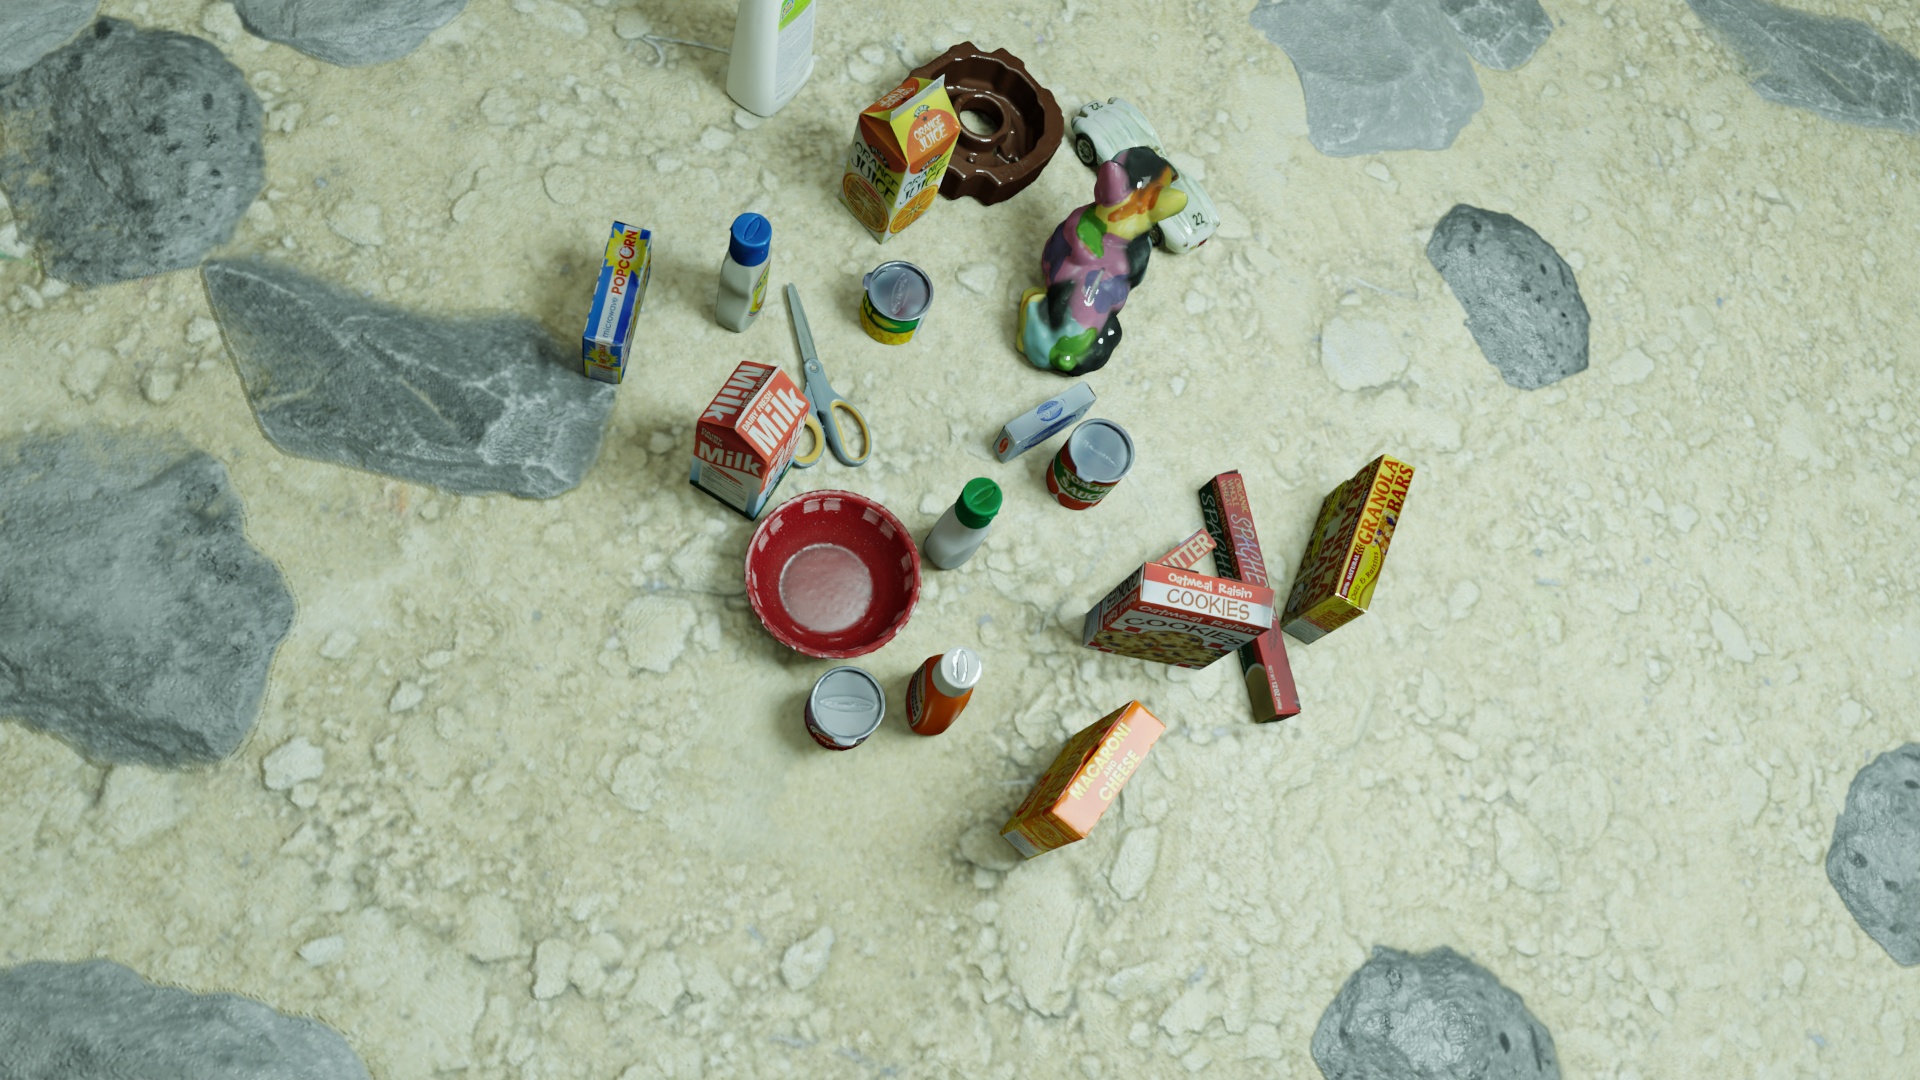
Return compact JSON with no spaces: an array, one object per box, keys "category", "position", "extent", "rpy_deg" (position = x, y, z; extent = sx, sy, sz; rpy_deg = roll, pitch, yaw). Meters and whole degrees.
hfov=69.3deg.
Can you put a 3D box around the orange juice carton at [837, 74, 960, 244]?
[{"category":"orange juice carton","position":[-0.059,-0.380,1.362],"extent":[0.072,0.192,0.073],"rpy_deg":[-41,84,-22]}]

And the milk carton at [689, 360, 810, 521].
[{"category":"milk carton","position":[-0.187,-0.093,1.231],"extent":[0.073,0.190,0.072],"rpy_deg":[32,67,-1]}]

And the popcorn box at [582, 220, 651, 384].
[{"category":"popcorn box","position":[-0.322,-0.222,1.302],"extent":[0.038,0.085,0.127],"rpy_deg":[12,69,-9]}]

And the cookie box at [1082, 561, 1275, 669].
[{"category":"cookie box","position":[0.197,0.072,1.278],"extent":[0.123,0.166,0.040],"rpy_deg":[12,69,-9]}]

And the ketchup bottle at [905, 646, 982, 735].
[{"category":"ketchup bottle","position":[-0.014,0.128,1.218],"extent":[0.043,0.148,0.065],"rpy_deg":[5,70,-12]}]

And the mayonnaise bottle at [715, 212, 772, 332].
[{"category":"mayonnaise bottle","position":[-0.202,-0.255,1.308],"extent":[0.041,0.147,0.065],"rpy_deg":[26,68,-4]}]

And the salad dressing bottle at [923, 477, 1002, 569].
[{"category":"salad dressing bottle","position":[0.005,-0.016,1.273],"extent":[0.064,0.147,0.044],"rpy_deg":[-34,82,-21]}]

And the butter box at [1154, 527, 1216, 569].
[{"category":"butter box","position":[0.199,0.030,1.355],"extent":[0.104,0.053,0.024],"rpy_deg":[-35,82,-22]}]

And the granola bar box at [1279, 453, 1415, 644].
[{"category":"granola bar box","position":[0.378,0.009,1.367],"extent":[0.039,0.123,0.166],"rpy_deg":[27,67,-3]}]

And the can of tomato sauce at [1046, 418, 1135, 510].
[{"category":"can of tomato sauce","position":[0.125,-0.071,1.357],"extent":[0.071,0.082,0.071],"rpy_deg":[4,70,-12]}]

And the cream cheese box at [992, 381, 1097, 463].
[{"category":"cream cheese box","position":[0.083,-0.117,1.379],"extent":[0.104,0.053,0.024],"rpy_deg":[-31,81,-21]}]

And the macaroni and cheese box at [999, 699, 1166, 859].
[{"category":"macaroni and cheese box","position":[0.103,0.210,1.207],"extent":[0.040,0.166,0.124],"rpy_deg":[40,67,2]}]

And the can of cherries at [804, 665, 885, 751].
[{"category":"can of cherries","position":[-0.105,0.153,1.236],"extent":[0.071,0.058,0.071],"rpy_deg":[4,70,-12]}]

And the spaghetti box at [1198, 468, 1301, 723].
[{"category":"spaghetti box","position":[0.283,0.054,1.368],"extent":[0.029,0.050,0.250],"rpy_deg":[-6,73,-15]}]

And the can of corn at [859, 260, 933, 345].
[{"category":"can of corn","position":[-0.067,-0.236,1.383],"extent":[0.071,0.058,0.071],"rpy_deg":[4,70,-12]}]
